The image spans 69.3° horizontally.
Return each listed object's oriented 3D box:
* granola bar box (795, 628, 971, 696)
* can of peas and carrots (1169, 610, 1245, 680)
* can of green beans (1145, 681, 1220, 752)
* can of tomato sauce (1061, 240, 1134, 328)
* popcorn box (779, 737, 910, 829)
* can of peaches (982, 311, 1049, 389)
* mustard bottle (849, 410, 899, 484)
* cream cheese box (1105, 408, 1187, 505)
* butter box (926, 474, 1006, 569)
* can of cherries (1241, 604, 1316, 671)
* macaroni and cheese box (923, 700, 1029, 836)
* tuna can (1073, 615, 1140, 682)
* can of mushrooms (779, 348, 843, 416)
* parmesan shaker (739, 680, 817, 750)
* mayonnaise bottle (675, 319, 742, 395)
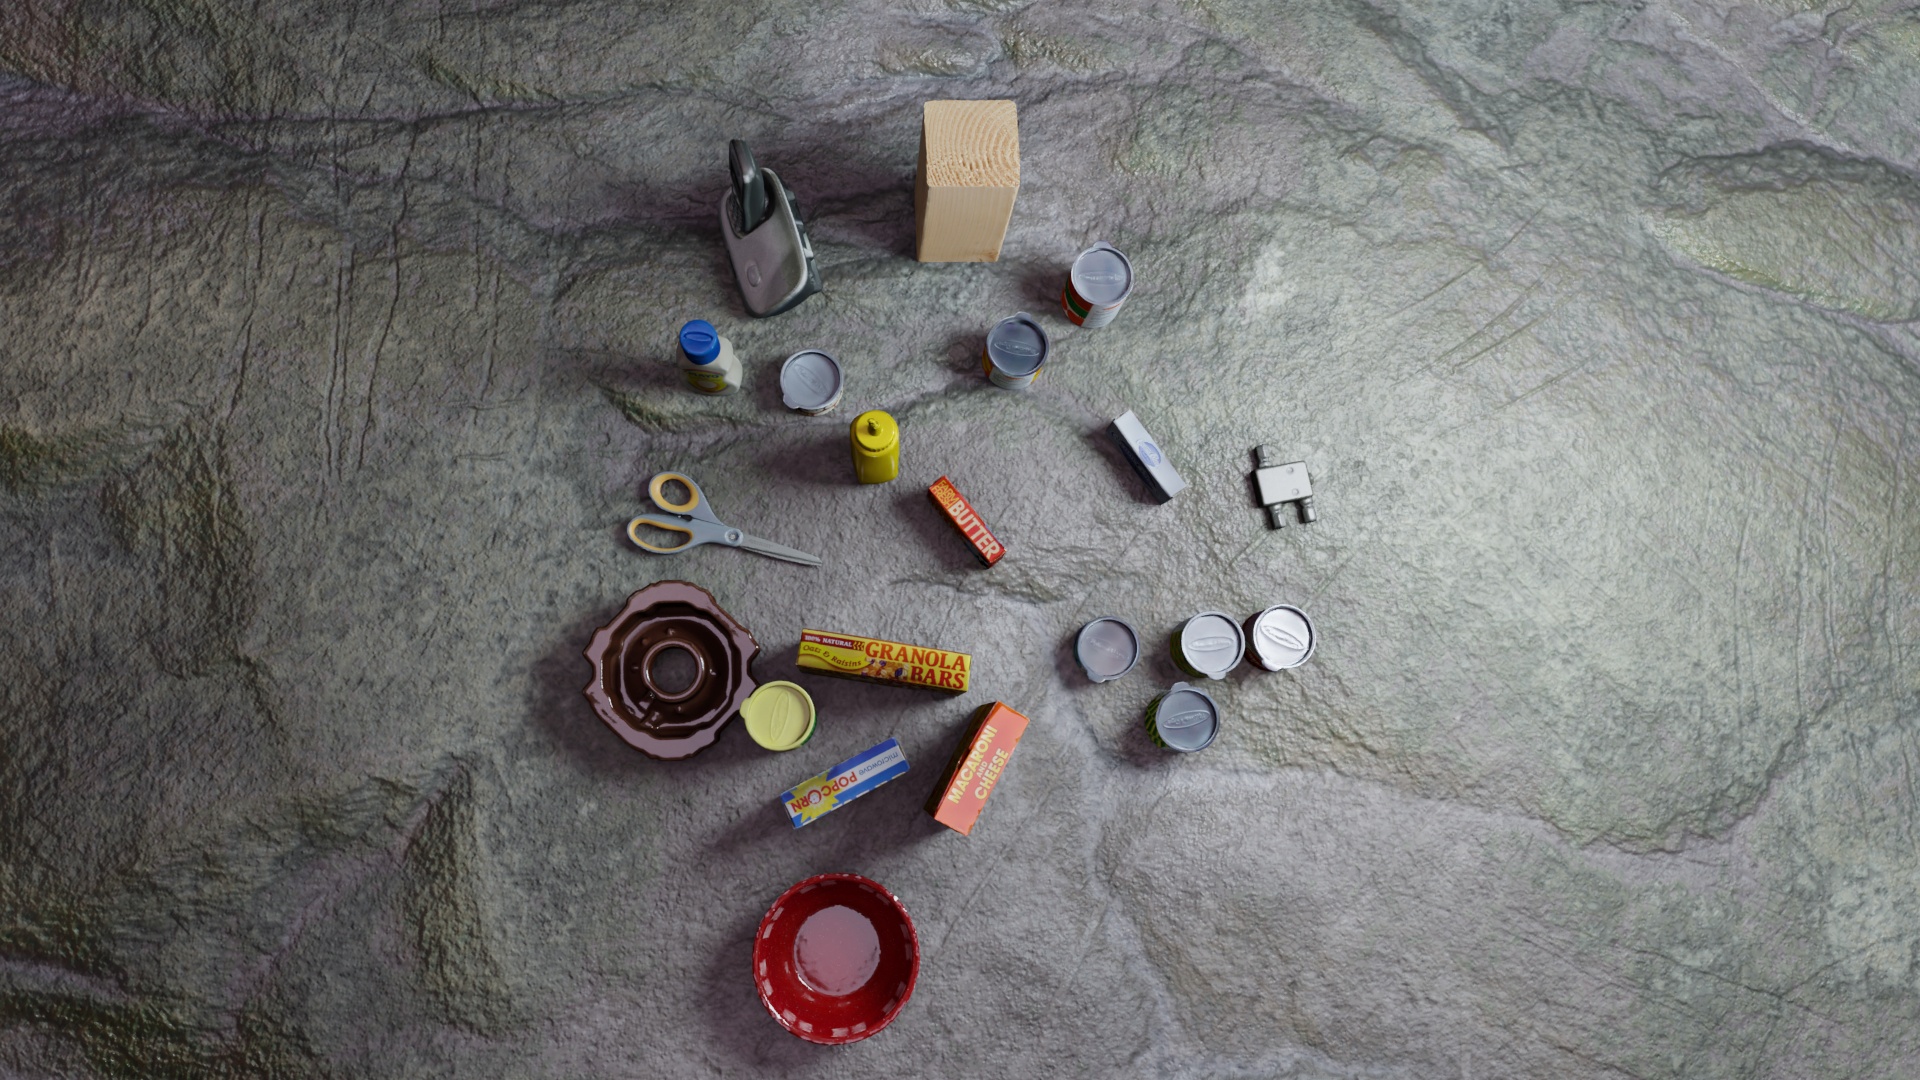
[{"bbox_3d":[-0.076,0.121,1.376,0.166,0.124,0.039,9,81,-3],"label":"granola bar box"},{"bbox_3d":[0.255,0.111,1.436,0.071,0.058,0.071,1,81,-4],"label":"can of peas and carrots"},{"bbox_3d":[0.227,0.184,1.423,0.071,0.057,0.071,1,81,-4],"label":"can of green beans"},{"bbox_3d":[0.144,-0.271,1.478,0.071,0.083,0.071,1,81,-4],"label":"can of tomato sauce"},{"bbox_3d":[-0.113,0.239,1.374,0.127,0.085,0.038,-26,84,-8],"label":"popcorn box"},{"bbox_3d":[0.058,-0.200,1.473,0.071,0.058,0.071,1,81,-4],"label":"can of peaches"},{"bbox_3d":[-0.086,-0.098,1.393,0.049,0.160,0.065,-10,82,-6],"label":"mustard bottle"},{"bbox_3d":[0.195,-0.087,1.467,0.024,0.053,0.104,-35,85,-8],"label":"cream cheese box"},{"bbox_3d":[0.005,-0.018,1.441,0.024,0.053,0.103,-39,86,-9],"label":"butter box"},{"bbox_3d":[0.327,0.104,1.443,0.071,0.058,0.071,1,81,-4],"label":"can of cherries"},{"bbox_3d":[0.012,0.219,1.346,0.040,0.166,0.124,29,80,1],"label":"macaroni and cheese box"},{"bbox_3d":[0.150,0.115,1.441,0.071,0.032,0.071,1,81,-4],"label":"tuna can"},{"bbox_3d":[-0.158,-0.164,1.463,0.071,0.033,0.071,1,81,-4],"label":"can of mushrooms"},{"bbox_3d":[-0.178,0.173,1.371,0.071,0.103,0.071,1,81,-4],"label":"parmesan shaker"},{"bbox_3d":[-0.257,-0.183,1.400,0.065,0.148,0.041,6,81,-3],"label":"mayonnaise bottle"}]
